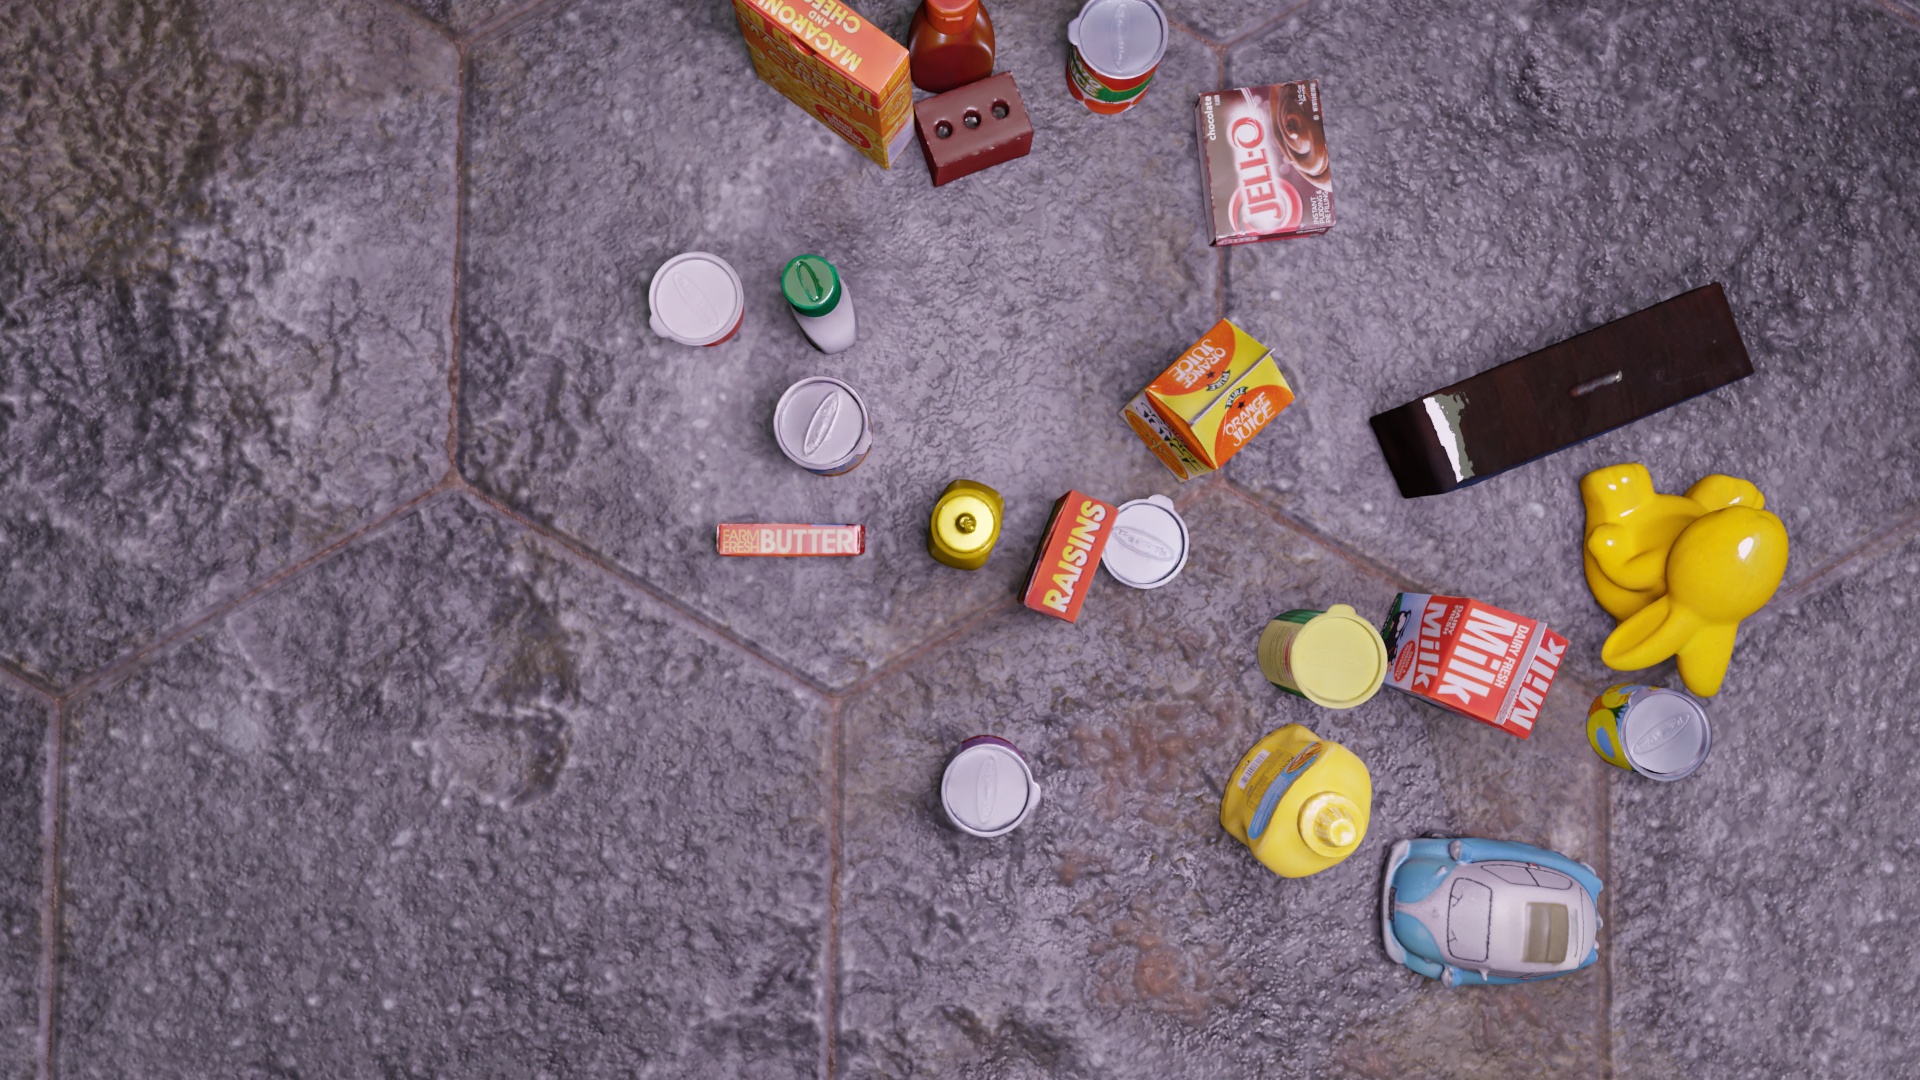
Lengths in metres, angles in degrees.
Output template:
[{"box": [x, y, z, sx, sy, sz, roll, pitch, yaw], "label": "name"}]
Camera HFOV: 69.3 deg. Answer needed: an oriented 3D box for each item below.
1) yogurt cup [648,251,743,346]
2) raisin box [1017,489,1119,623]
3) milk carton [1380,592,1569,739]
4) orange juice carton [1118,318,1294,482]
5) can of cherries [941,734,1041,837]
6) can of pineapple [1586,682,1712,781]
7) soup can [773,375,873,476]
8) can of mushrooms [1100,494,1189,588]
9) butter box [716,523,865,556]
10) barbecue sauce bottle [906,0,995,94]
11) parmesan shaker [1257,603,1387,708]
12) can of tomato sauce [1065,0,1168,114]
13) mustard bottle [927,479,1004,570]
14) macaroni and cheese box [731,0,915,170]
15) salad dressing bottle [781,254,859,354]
[{"box": [-0.190, -0.174, 1.022, 0.072, 0.054, 0.072, 0, 89, -1], "label": "yogurt cup"}, {"box": [0.074, 0.012, 0.984, 0.040, 0.123, 0.086, 23, 89, 0], "label": "raisin box"}, {"box": [0.348, 0.084, 0.951, 0.073, 0.190, 0.072, 23, 89, 0], "label": "milk carton"}, {"box": [0.169, -0.094, 0.954, 0.072, 0.192, 0.073, -42, 89, -1], "label": "orange juice carton"}, {"box": [0.022, 0.178, 1.011, 0.071, 0.058, 0.071, 0, 89, -1], "label": "can of cherries"}, {"box": [0.503, 0.137, 1.018, 0.071, 0.058, 0.071, 0, 89, -1], "label": "can of pineapple"}, {"box": [-0.095, -0.079, 1.005, 0.071, 0.084, 0.071, 0, 89, -1], "label": "soup can"}, {"box": [0.136, 0.000, 1.030, 0.071, 0.033, 0.071, 0, 88, -1], "label": "can of mushrooms"}, {"box": [-0.123, 0.000, 1.017, 0.103, 0.053, 0.024, 0, 89, -1], "label": "butter box"}, {"box": [-0.007, -0.361, 0.982, 0.065, 0.148, 0.043, -5, 89, -1], "label": "barbecue sauce bottle"}, {"box": [0.257, 0.080, 0.994, 0.071, 0.103, 0.071, 0, 89, 0], "label": "parmesan shaker"}, {"box": [0.111, -0.356, 1.016, 0.071, 0.083, 0.071, 0, 89, -1], "label": "can of tomato sauce"}, {"box": [0.003, -0.012, 0.966, 0.049, 0.160, 0.065, 17, 89, 0], "label": "mustard bottle"}, {"box": [-0.093, -0.331, 0.971, 0.124, 0.166, 0.040, 36, 89, 0], "label": "macaroni and cheese box"}, {"box": [-0.099, -0.168, 0.976, 0.044, 0.147, 0.064, -24, 89, -1], "label": "salad dressing bottle"}]
